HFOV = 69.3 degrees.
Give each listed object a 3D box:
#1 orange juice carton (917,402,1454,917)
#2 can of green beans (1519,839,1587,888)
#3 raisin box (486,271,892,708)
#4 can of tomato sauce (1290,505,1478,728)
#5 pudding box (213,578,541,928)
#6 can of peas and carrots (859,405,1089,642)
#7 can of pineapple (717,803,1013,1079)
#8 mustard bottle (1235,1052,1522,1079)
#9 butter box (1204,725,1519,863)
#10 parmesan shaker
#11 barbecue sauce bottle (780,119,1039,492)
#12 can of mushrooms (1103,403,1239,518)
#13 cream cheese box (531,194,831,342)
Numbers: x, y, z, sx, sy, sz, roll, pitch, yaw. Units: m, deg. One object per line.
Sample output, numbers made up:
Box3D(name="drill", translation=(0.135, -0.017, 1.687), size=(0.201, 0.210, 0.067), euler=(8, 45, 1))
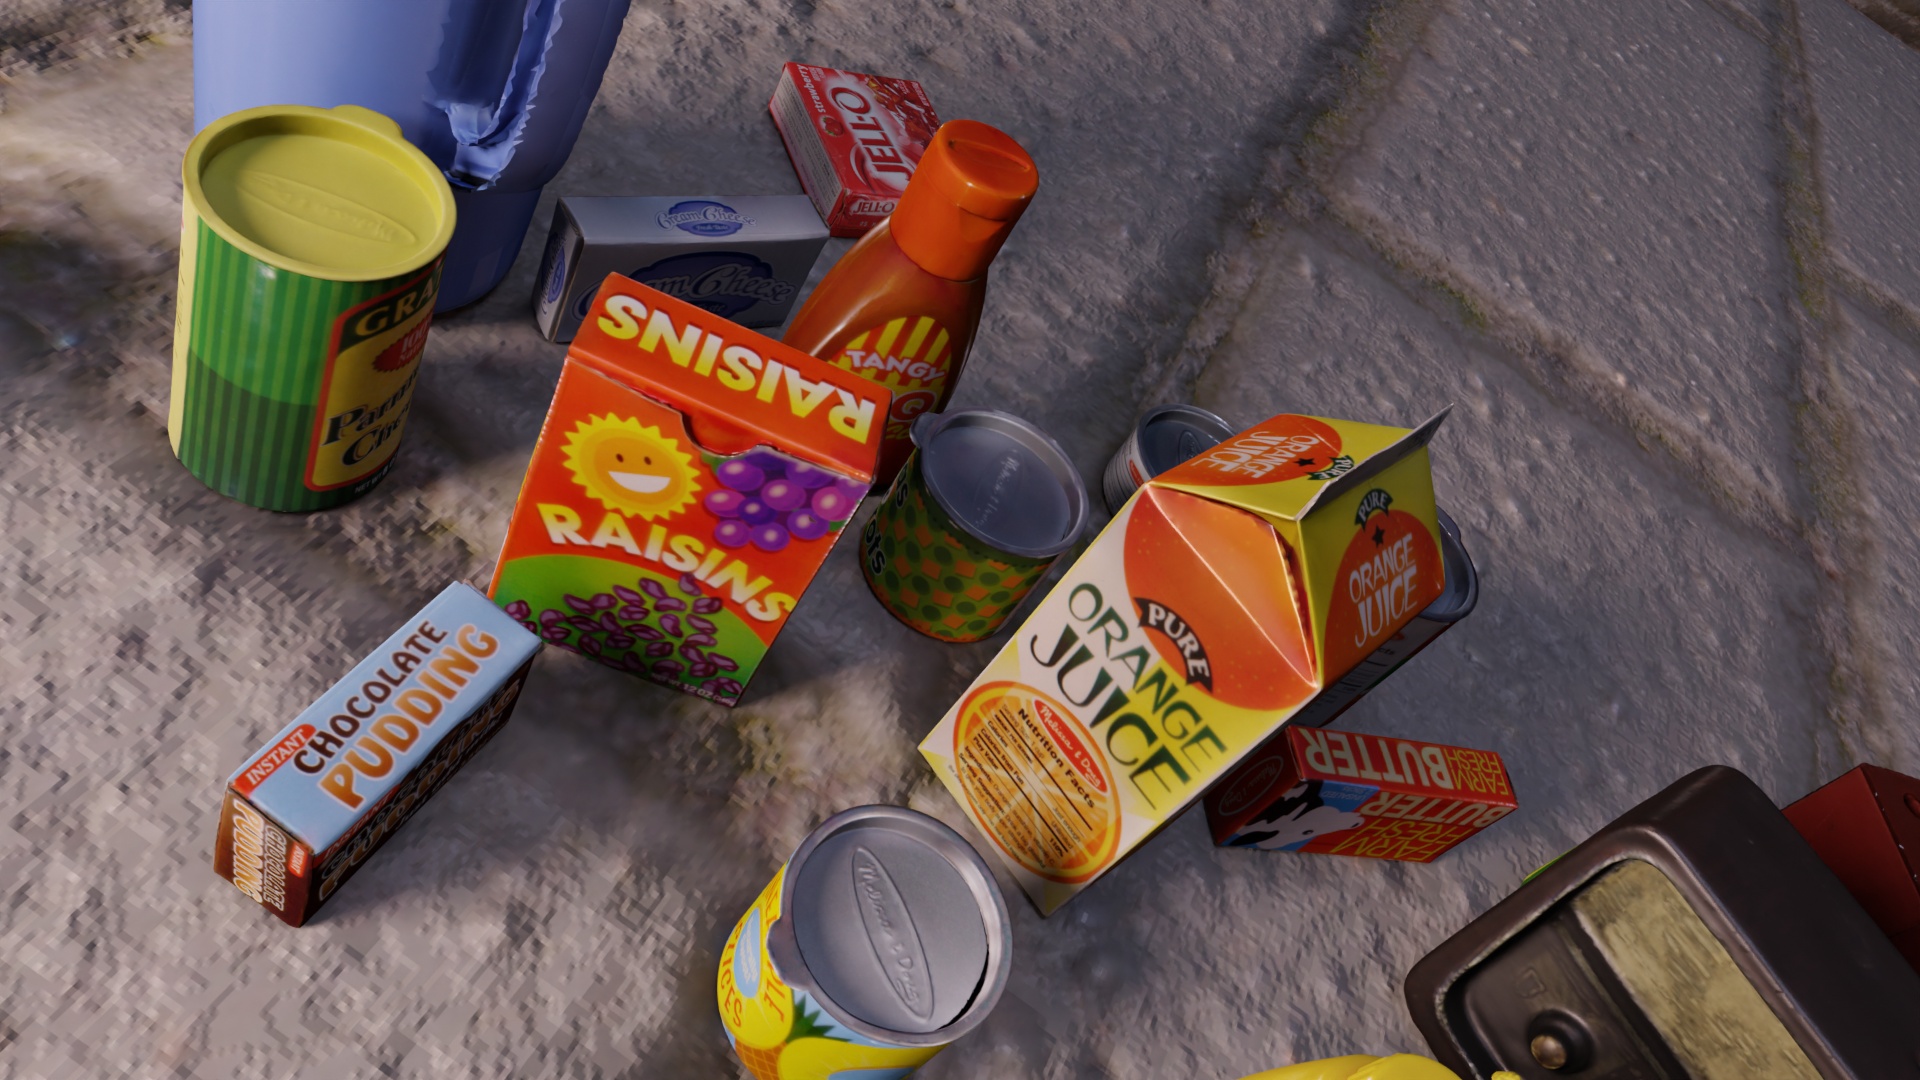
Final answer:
Box3D(name="orange juice carton", translation=(0.070, 0.030, 0.415), size=(0.072, 0.191, 0.073), euler=(-25, 69, -42))
Box3D(name="can of green beans", translation=(0.258, 0.144, 0.531), size=(0.071, 0.057, 0.071), euler=(17, 47, -19))
Box3D(name="raisin box", translation=(-0.083, -0.009, 0.405), size=(0.086, 0.122, 0.040), euler=(23, 45, -13))
Box3D(name="can of tomato sauce", translation=(0.150, 0.025, 0.548), size=(0.071, 0.082, 0.071), euler=(17, 47, -19))
Box3D(name="pudding box", translation=(-0.151, 0.054, 0.364), size=(0.030, 0.049, 0.084), euler=(36, 44, 0))
Box3D(name="can of peas and carrots", translation=(0.002, -0.006, 0.502), size=(0.071, 0.058, 0.071), euler=(17, 47, -19))
Box3D(name="can of pineapple", translation=(-0.029, 0.115, 0.381), size=(0.071, 0.057, 0.071), euler=(17, 47, -19))
Box3D(name="mustard bottle", translation=(0.084, 0.161, 0.337), size=(0.049, 0.159, 0.066), euler=(20, 46, -16))
Box3D(name="butter box", translation=(0.147, 0.094, 0.509), size=(0.103, 0.052, 0.024), euler=(10, 49, -24))
Box3D(name="parmesan shaker", translation=(-0.189, -0.065, 0.403), size=(0.071, 0.102, 0.072), euler=(17, 47, -19))
Box3D(name="barbecue sauce bottle", translation=(-0.022, -0.077, 0.482), size=(0.065, 0.147, 0.044), euler=(10, 50, -25))
Box3D(name="can of mushrooms", translation=(0.098, -0.022, 0.592), size=(0.071, 0.033, 0.071), euler=(17, 47, -19))
Box3D(name="cream cheese box", translation=(-0.104, -0.103, 0.522), size=(0.104, 0.053, 0.024), euler=(-11, 61, -37))
